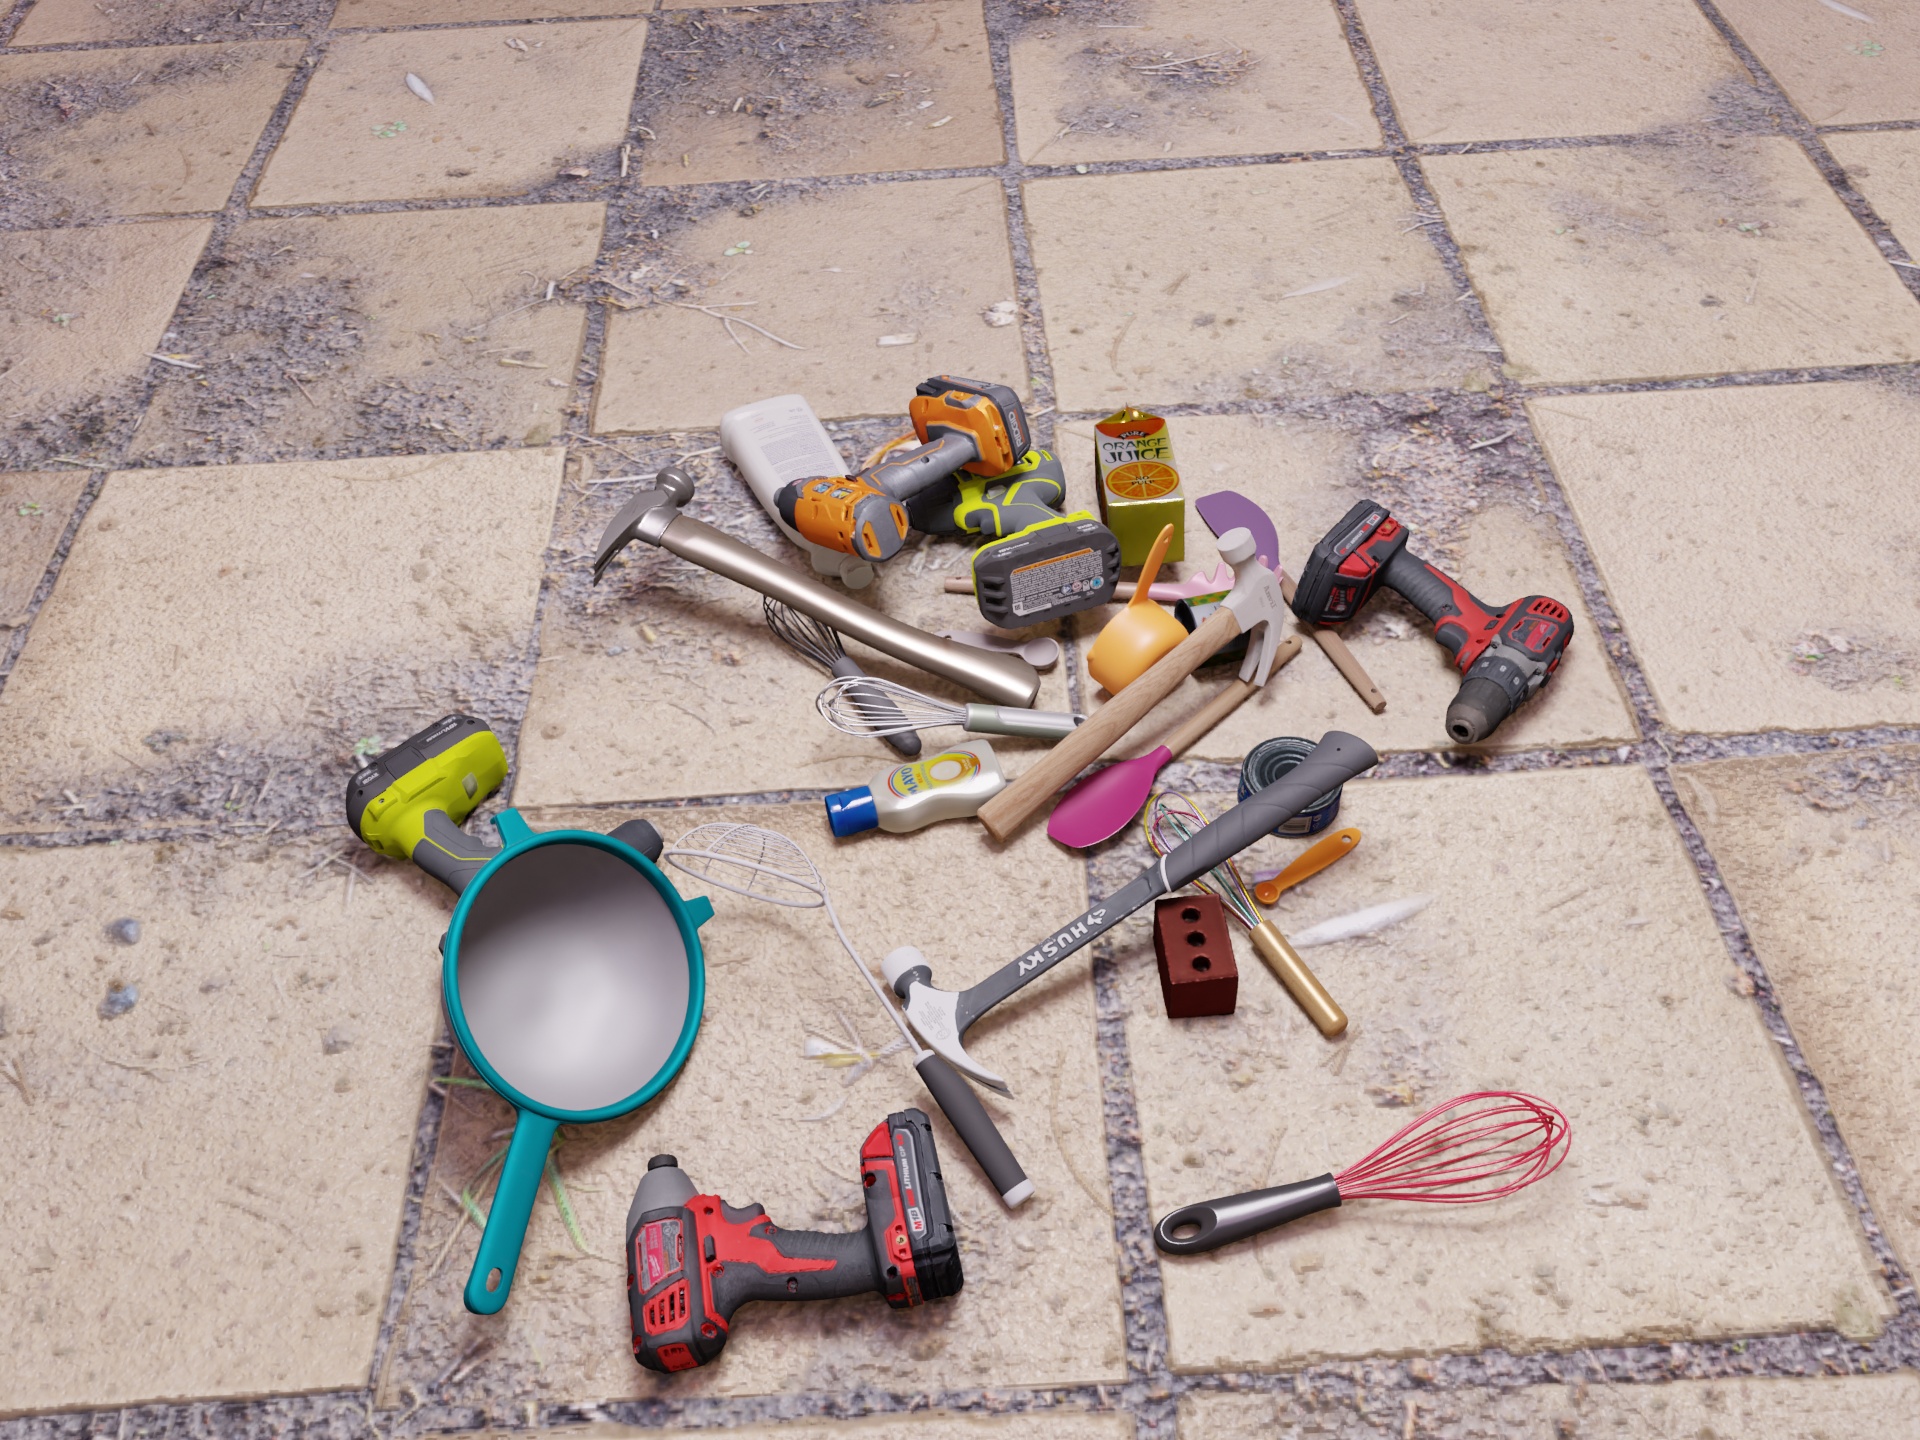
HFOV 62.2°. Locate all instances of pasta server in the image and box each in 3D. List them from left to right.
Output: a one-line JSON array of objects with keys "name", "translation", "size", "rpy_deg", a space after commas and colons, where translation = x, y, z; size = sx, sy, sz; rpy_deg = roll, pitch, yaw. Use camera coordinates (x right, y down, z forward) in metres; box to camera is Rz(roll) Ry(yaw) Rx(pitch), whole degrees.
[{"name": "pasta server", "translation": [0.142, -0.129, 1.496], "size": [0.316, 0.040, 0.060], "rpy_deg": [3, 37, 7]}]

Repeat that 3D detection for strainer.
[{"name": "strainer", "translation": [-0.310, 0.248, 1.141], "size": [0.095, 0.210, 0.341], "rpy_deg": [-19, 50, 44]}]

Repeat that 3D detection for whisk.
[{"name": "whisk", "translation": [-0.107, -0.050, 1.434], "size": [0.055, 0.055, 0.239], "rpy_deg": [-29, 57, -21]}, {"name": "whisk", "translation": [-0.002, -0.004, 1.363], "size": [0.246, 0.059, 0.058], "rpy_deg": [6, 51, -12]}, {"name": "whisk", "translation": [0.220, 0.150, 1.250], "size": [0.047, 0.051, 0.245], "rpy_deg": [-36, 58, -1]}, {"name": "whisk", "translation": [0.275, 0.315, 1.089], "size": [0.296, 0.073, 0.073], "rpy_deg": [-16, 49, -2]}]

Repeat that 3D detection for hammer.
[{"name": "hammer", "translation": [-0.124, -0.097, 1.420], "size": [0.410, 0.038, 0.146], "rpy_deg": [25, 51, 7]}, {"name": "hammer", "translation": [0.147, -0.013, 1.341], "size": [0.331, 0.130, 0.031], "rpy_deg": [-40, 32, -12]}, {"name": "hammer", "translation": [0.143, 0.130, 1.203], "size": [0.409, 0.036, 0.149], "rpy_deg": [-32, 49, -6]}]

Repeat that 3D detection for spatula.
[{"name": "spatula", "translation": [0.313, -0.121, 1.492], "size": [0.060, 0.018, 0.316], "rpy_deg": [-17, 49, -13]}]

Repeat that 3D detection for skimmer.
[{"name": "skimmer", "translation": [-0.085, 0.215, 1.162], "size": [0.090, 0.127, 0.363], "rpy_deg": [-35, 71, -7]}]

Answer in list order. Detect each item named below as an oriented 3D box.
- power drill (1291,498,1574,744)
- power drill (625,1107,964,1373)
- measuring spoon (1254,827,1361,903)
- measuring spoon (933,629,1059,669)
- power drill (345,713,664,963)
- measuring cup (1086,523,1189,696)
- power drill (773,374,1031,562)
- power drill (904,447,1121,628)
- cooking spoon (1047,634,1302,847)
[{"name": "power drill", "translation": [0.409, -0.083, 1.403], "size": [0.227, 0.080, 0.188], "rpy_deg": [33, 52, 19]}, {"name": "power drill", "translation": [-0.117, 0.342, 1.073], "size": [0.219, 0.078, 0.143], "rpy_deg": [-12, 49, -4]}, {"name": "measuring spoon", "translation": [0.283, 0.118, 1.291], "size": [0.117, 0.011, 0.021], "rpy_deg": [-29, 56, -25]}, {"name": "measuring spoon", "translation": [0.032, -0.066, 1.464], "size": [0.124, 0.018, 0.034], "rpy_deg": [10, 54, 20]}, {"name": "power drill", "translation": [-0.373, 0.098, 1.299], "size": [0.190, 0.080, 0.229], "rpy_deg": [-38, 60, -25]}, {"name": "measuring cup", "translation": [0.170, -0.087, 1.370], "size": [0.095, 0.173, 0.052], "rpy_deg": [-23, 54, -36]}, {"name": "power drill", "translation": [-0.062, -0.237, 1.494], "size": [0.226, 0.084, 0.164], "rpy_deg": [-40, 39, -26]}, {"name": "power drill", "translation": [0.043, -0.177, 1.498], "size": [0.171, 0.080, 0.223], "rpy_deg": [-17, 35, -11]}, {"name": "cooking spoon", "translation": [0.195, 0.014, 1.379], "size": [0.319, 0.017, 0.069], "rpy_deg": [-38, 42, -26]}]
